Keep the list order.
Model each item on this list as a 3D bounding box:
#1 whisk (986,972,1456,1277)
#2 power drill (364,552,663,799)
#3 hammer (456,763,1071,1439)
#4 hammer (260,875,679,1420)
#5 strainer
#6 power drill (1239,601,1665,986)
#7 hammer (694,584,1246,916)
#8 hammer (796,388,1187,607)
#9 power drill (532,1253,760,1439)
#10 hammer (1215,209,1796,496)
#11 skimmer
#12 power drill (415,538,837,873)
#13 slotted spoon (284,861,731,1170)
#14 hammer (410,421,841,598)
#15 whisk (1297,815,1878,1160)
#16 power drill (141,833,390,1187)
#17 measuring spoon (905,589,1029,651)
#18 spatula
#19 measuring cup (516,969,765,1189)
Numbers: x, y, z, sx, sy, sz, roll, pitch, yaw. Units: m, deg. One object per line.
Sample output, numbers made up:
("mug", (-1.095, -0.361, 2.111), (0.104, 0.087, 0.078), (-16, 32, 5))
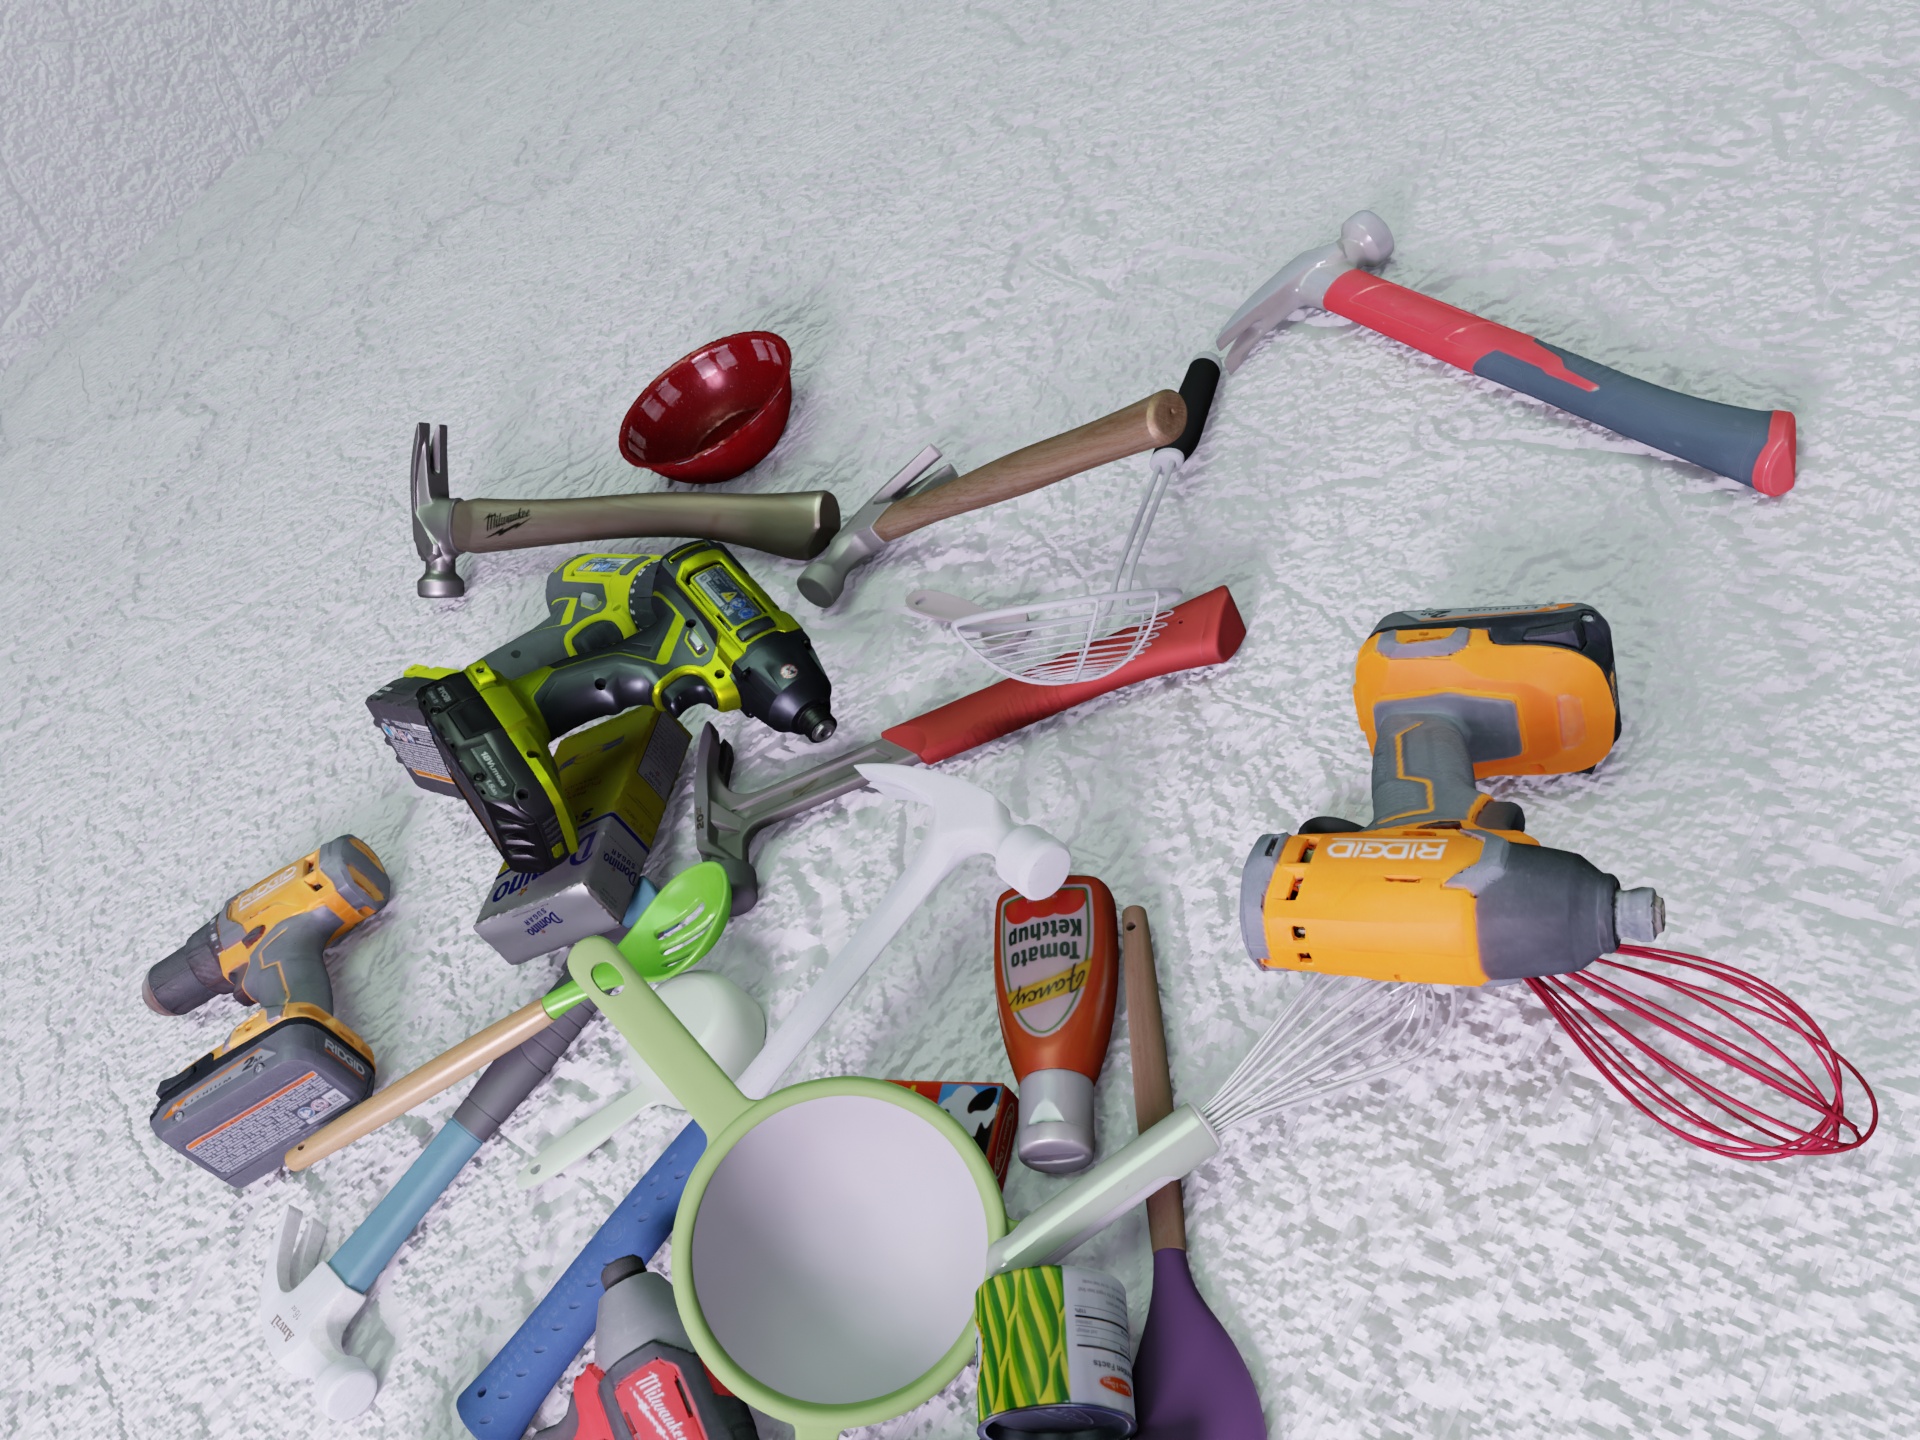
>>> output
("whisk", (0.115, 0.176, 0.707), (0.246, 0.057, 0.059), (-34, 67, -5))
("power drill", (-0.276, -0.042, 1.108), (0.191, 0.080, 0.228), (8, 40, 44))
("hammer", (-0.115, 0.193, 0.823), (0.405, 0.035, 0.144), (-51, 45, -7))
("hammer", (-0.278, 0.229, 0.932), (0.128, 0.033, 0.331), (21, 64, 41))
("strainer", (-0.092, 0.201, 0.738), (0.151, 0.069, 0.256), (-41, 86, -13))
("power drill", (0.234, 0.033, 0.711), (0.164, 0.084, 0.226), (-1, 32, 31))
("hammer", (-0.002, -0.003, 0.971), (0.359, 0.036, 0.149), (-23, 43, 13))
("hammer", (0.020, -0.152, 1.015), (0.331, 0.031, 0.130), (-11, 37, 52))
("power drill", (-0.199, 0.352, 0.721), (0.219, 0.078, 0.143), (-31, 59, -2))
("hammer", (0.319, -0.209, 0.960), (0.143, 0.038, 0.387), (-40, 42, -5))
("skimmer", (0.100, -0.145, 0.959), (0.127, 0.090, 0.363), (-9, 38, 32))
("power drill", (-0.199, -0.008, 0.976), (0.223, 0.080, 0.171), (-29, 56, -21))
("slotted spoon", (-0.260, 0.179, 0.923), (0.314, 0.031, 0.070), (-31, 39, 4))
("hammer", (-0.274, -0.168, 1.245), (0.411, 0.038, 0.146), (3, 97, 28))
("whisk", (0.255, 0.104, 0.700), (0.073, 0.073, 0.296), (-44, 37, -11))
("power drill", (-0.470, 0.194, 1.051), (0.185, 0.084, 0.226), (-31, 38, 5))
("measuring spoon", (0.004, -0.067, 1.045), (0.034, 0.018, 0.124), (-50, 38, -14))
("spatula", (0.094, 0.217, 0.722), (0.060, 0.018, 0.316), (-20, 45, 19))
("measuring cup", (-0.188, 0.203, 0.893), (0.167, 0.038, 0.083), (-36, 42, -6))
